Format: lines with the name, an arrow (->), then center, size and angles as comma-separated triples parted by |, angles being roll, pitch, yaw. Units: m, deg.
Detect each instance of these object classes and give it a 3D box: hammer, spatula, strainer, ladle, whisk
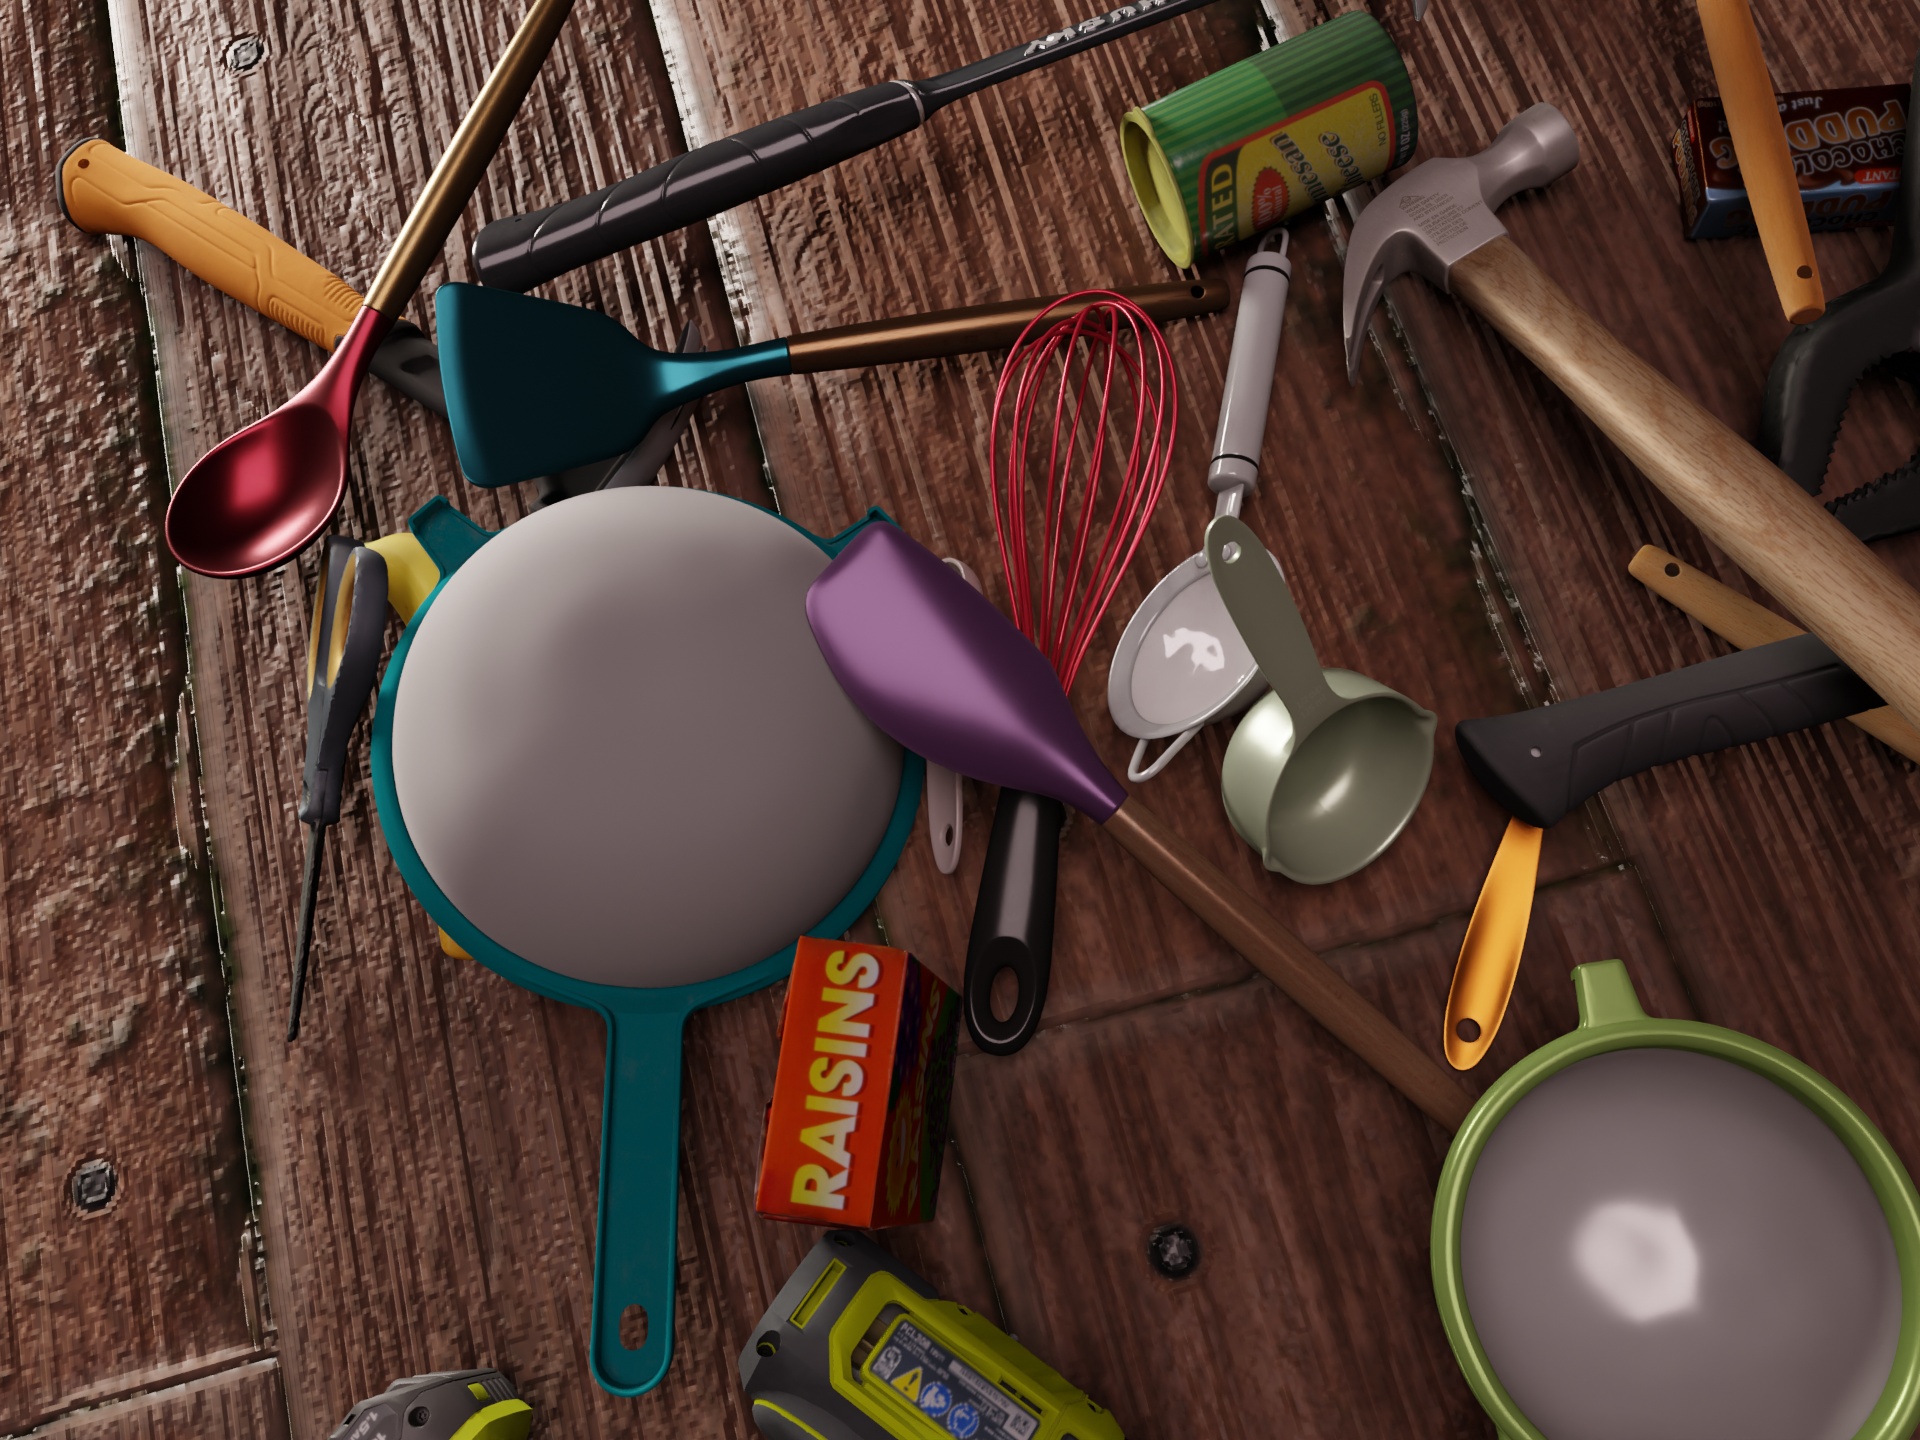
hammer -> -0.272, -0.186, 0.709 | 0.337, 0.034, 0.127 | 30, 81, 15
hammer -> 0.341, -0.033, 0.552 | 0.335, 0.035, 0.146 | -16, 73, 7
spatula -> -0.043, -0.152, 0.641 | 0.317, 0.044, 0.082 | -10, 85, -5
strainer -> -0.113, 0.056, 0.558 | 0.211, 0.095, 0.341 | 1, 72, -6
hammer -> 0.253, -0.100, 0.570 | 0.130, 0.031, 0.332 | -31, 56, 1
ladle -> -0.237, -0.195, 0.675 | 0.069, 0.031, 0.315 | 22, 78, 13
strainer -> 0.108, -0.088, 0.624 | 0.087, 0.050, 0.259 | -13, 58, 50
spatula -> 0.302, -0.293, 0.642 | 0.081, 0.041, 0.323 | -4, 68, 6
strainer -> 0.190, 0.215, 0.506 | 0.151, 0.069, 0.256 | 38, 82, 13
spatula -> 0.072, 0.050, 0.557 | 0.316, 0.018, 0.060 | 41, 84, 1
whisk -> 0.034, -0.022, 0.600 | 0.073, 0.073, 0.296 | 7, 84, 10
hammer -> -0.005, -0.256, 0.651 | 0.409, 0.036, 0.149 | -21, 37, 1

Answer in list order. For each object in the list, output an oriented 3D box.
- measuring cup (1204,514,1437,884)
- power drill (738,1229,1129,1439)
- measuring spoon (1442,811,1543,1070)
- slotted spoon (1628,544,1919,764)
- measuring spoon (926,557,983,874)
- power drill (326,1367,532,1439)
measuring cup -> 0.109, -0.012, 0.545 | 0.083, 0.167, 0.038 | -40, 37, -7
power drill -> -0.025, 0.291, 0.460 | 0.190, 0.080, 0.228 | 34, 55, 12
measuring spoon -> 0.197, 0.071, 0.581 | 0.021, 0.011, 0.117 | 17, 80, 12
slotted spoon -> 0.377, 0.027, 0.559 | 0.314, 0.031, 0.070 | 37, 82, 18
measuring spoon -> -0.001, -0.002, 0.613 | 0.018, 0.034, 0.124 | 8, 74, -33
power drill -> -0.126, 0.323, 0.517 | 0.223, 0.080, 0.171 | 33, 76, 12
